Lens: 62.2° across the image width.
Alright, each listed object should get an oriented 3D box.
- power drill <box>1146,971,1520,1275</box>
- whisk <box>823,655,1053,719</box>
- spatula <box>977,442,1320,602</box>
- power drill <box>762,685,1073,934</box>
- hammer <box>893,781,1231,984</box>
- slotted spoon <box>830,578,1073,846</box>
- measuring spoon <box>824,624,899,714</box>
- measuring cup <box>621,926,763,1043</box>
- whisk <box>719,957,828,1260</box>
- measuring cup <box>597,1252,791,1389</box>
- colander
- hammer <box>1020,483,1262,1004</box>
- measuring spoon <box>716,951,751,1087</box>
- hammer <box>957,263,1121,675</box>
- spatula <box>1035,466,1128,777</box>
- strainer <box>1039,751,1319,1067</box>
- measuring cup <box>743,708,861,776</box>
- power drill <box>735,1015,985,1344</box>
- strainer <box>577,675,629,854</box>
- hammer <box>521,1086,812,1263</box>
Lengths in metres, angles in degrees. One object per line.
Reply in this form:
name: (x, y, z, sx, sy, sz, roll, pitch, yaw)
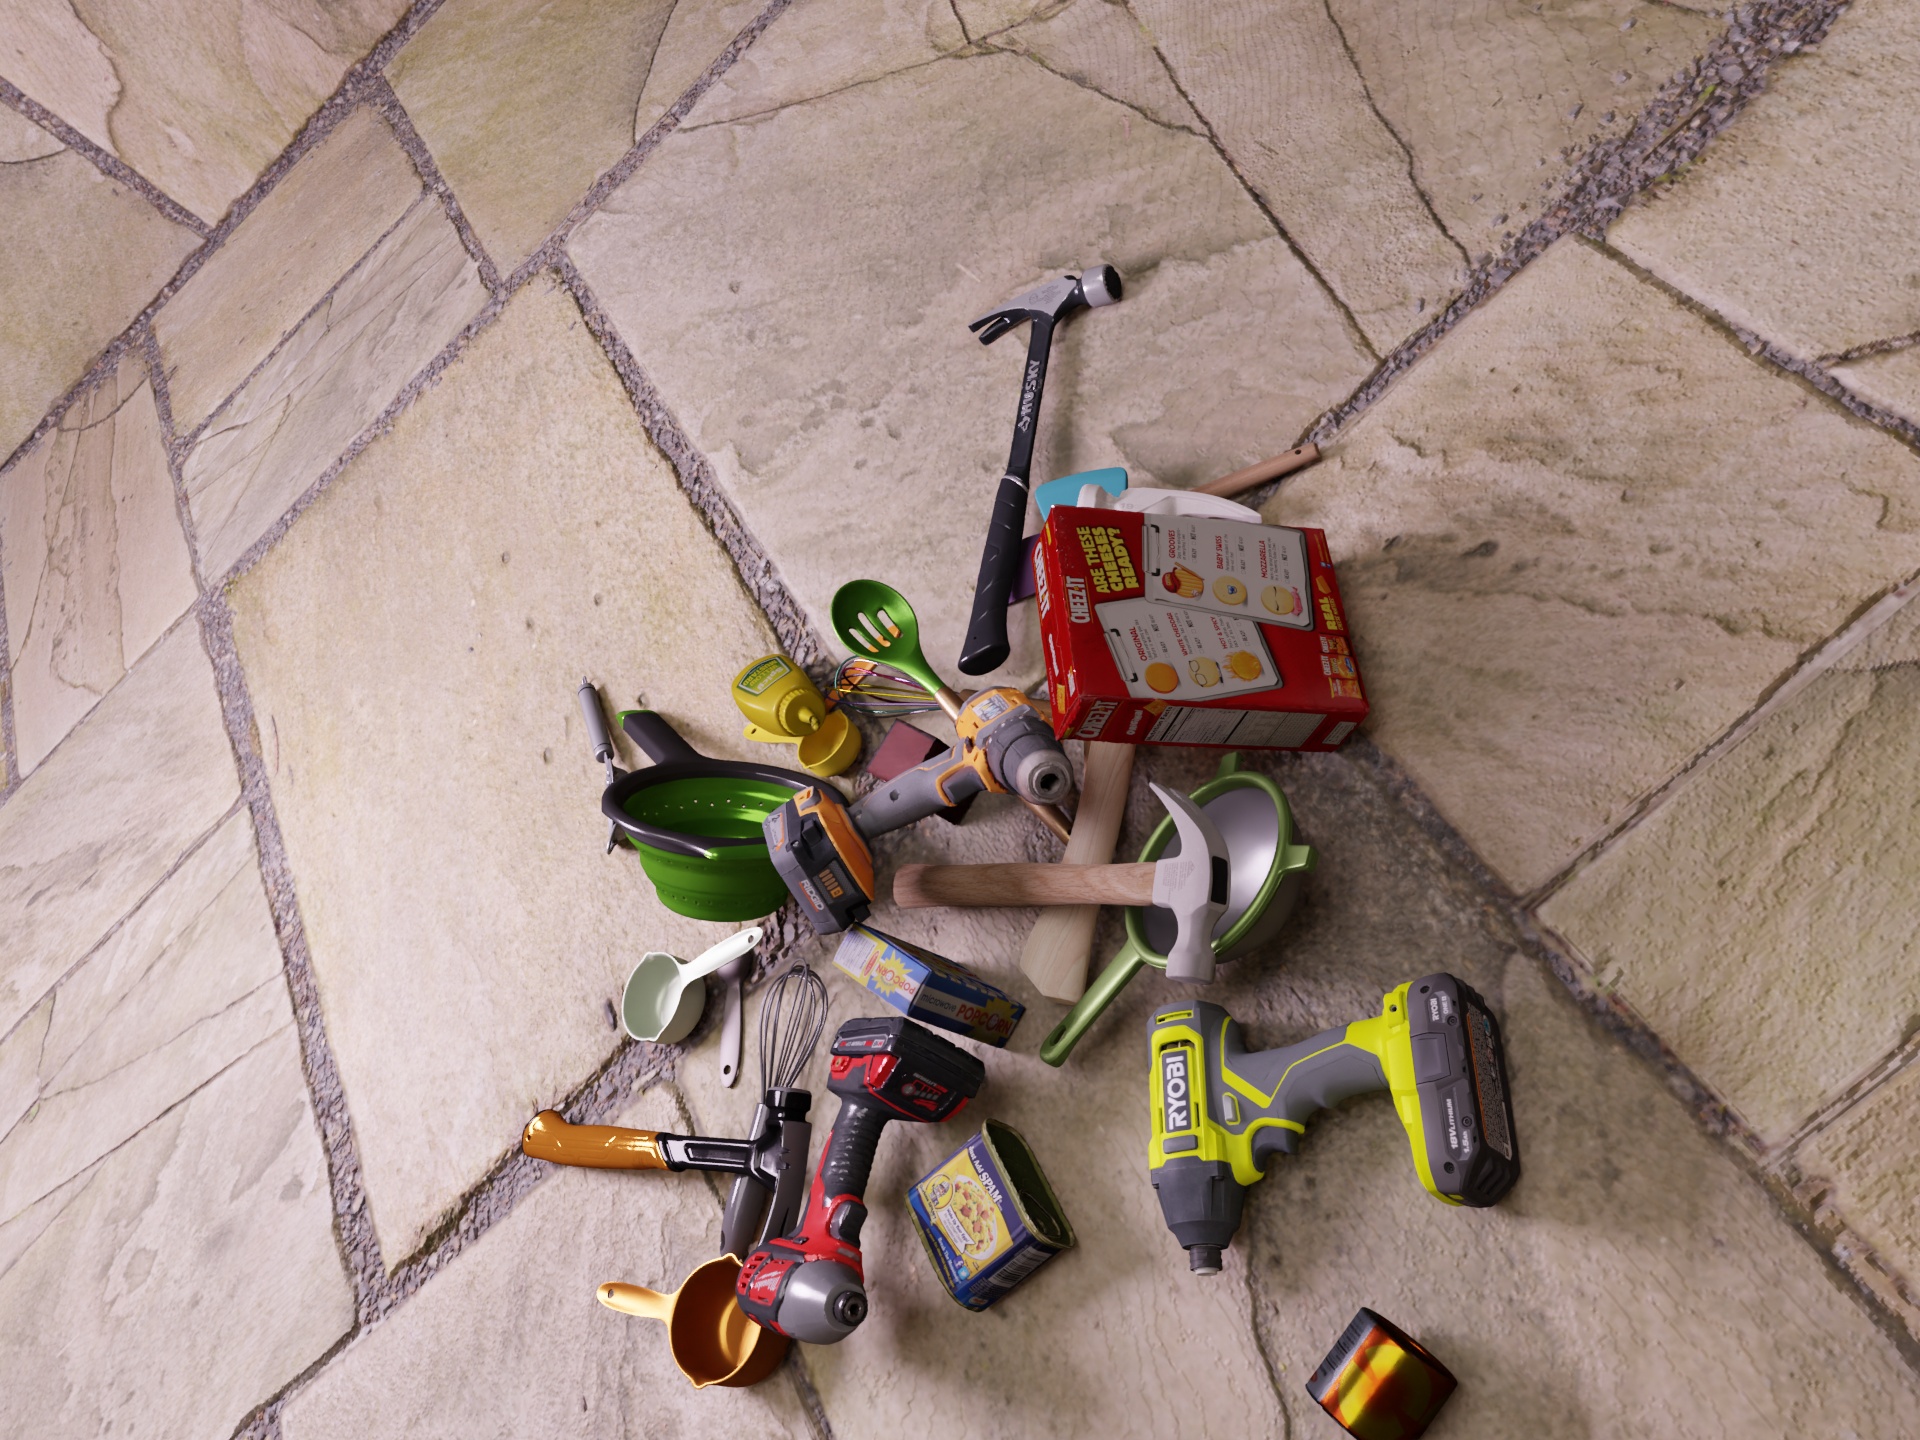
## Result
power drill: (0.224, 0.251, 1.000, 0.223, 0.080, 0.171, -18, 56, 31)
whisk: (-0.013, -0.020, 1.340, 0.245, 0.047, 0.051, 8, 70, 33)
spatula: (0.147, -0.165, 1.318, 0.316, 0.018, 0.060, -20, 56, 27)
power drill: (-0.025, 0.063, 1.152, 0.226, 0.084, 0.185, -31, 17, -3)
hammer: (0.061, 0.115, 1.136, 0.331, 0.031, 0.130, -7, 68, 50)
slotted spoon: (-0.002, -0.004, 1.286, 0.070, 0.031, 0.314, -31, 61, -21)
measuring spoon: (-0.096, -0.043, 1.427, 0.117, 0.011, 0.021, -47, 48, 4)
measuring cup: (-0.216, 0.217, 1.341, 0.167, 0.038, 0.083, -32, 52, 25)
whisk: (-0.152, 0.306, 1.255, 0.055, 0.055, 0.239, 3, 72, 36)
measuring cup: (-0.201, 0.450, 1.205, 0.174, 0.052, 0.095, -3, 64, 36)
colander: (-0.235, 0.084, 1.400, 0.397, 0.204, 0.094, 32, 121, 57)
hammer: (0.126, 0.013, 1.207, 0.146, 0.038, 0.411, 8, 73, 15)
measuring spoon: (-0.195, 0.246, 1.334, 0.034, 0.018, 0.124, -18, 57, 27)
hammer: (0.046, -0.223, 1.398, 0.149, 0.036, 0.409, -8, 59, 34)
spatula: (0.103, -0.054, 1.270, 0.082, 0.044, 0.318, -10, 62, 23)
strainer: (0.156, 0.155, 1.104, 0.256, 0.069, 0.152, -52, 25, 14)
measuring cup: (-0.143, 0.020, 1.423, 0.157, 0.029, 0.062, 6, 61, 50)
power drill: (-0.072, 0.322, 1.108, 0.143, 0.078, 0.220, -20, 41, 59)
strainer: (-0.341, 0.036, 1.538, 0.259, 0.050, 0.086, -119, 31, -45)
hammer: (-0.247, 0.352, 1.273, 0.337, 0.034, 0.127, -9, 68, 41)
